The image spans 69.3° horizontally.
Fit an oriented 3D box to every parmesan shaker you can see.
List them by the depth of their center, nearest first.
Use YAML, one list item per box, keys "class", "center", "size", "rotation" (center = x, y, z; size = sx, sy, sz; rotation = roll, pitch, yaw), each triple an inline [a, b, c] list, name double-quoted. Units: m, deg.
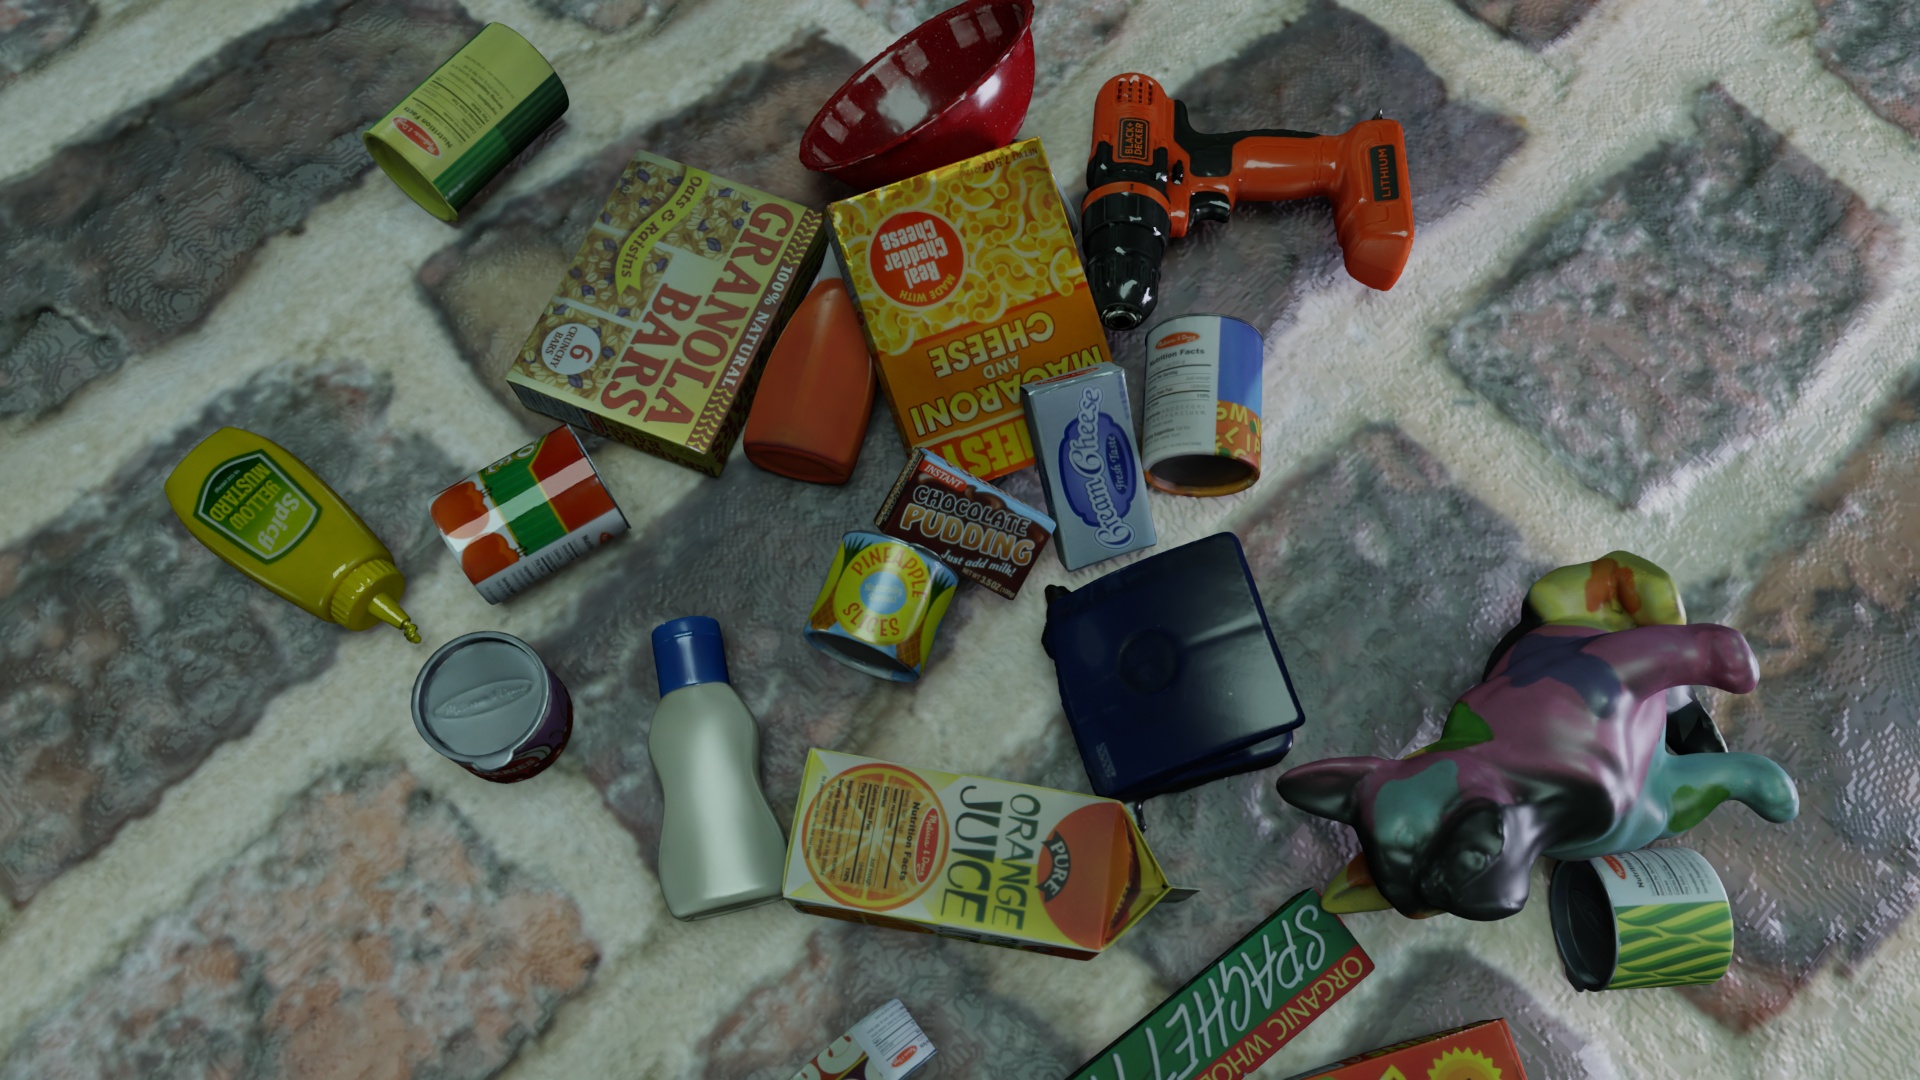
- class: "parmesan shaker"
  center: [-0.290, -0.247, 0.826]
  size: [0.071, 0.071, 0.103]
  rotation: [36, 72, 11]

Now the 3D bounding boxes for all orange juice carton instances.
- class: "orange juice carton"
  center: [0.016, 0.157, 0.675]
  size: [0.193, 0.071, 0.073]
  rotation: [9, 69, 2]

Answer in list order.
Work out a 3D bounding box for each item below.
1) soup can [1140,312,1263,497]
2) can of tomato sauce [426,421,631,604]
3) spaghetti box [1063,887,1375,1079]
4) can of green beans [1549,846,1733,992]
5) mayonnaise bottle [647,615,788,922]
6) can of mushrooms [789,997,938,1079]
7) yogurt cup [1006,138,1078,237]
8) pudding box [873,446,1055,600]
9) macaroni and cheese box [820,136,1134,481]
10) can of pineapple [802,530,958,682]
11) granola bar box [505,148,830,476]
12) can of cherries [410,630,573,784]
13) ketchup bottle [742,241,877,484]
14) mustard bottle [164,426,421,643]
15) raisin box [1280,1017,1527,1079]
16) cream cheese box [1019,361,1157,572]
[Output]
- class: "soup can"
  center: [0.136, -0.073, 0.771]
  size: [0.071, 0.071, 0.084]
  rotation: [5, 70, 0]
- class: "can of tomato sauce"
  center: [-0.229, -0.016, 0.737]
  size: [0.083, 0.071, 0.071]
  rotation: [-31, 73, -12]
- class: "spaghetti box"
  center: [0.089, 0.258, 0.661]
  size: [0.251, 0.028, 0.050]
  rotation: [-34, 75, -13]
- class: "can of green beans"
  center: [0.330, 0.184, 0.676]
  size: [0.058, 0.071, 0.071]
  rotation: [-2, 69, -3]
- class: "mayonnaise bottle"
  center: [-0.128, 0.113, 0.705]
  size: [0.065, 0.041, 0.148]
  rotation: [-11, 69, -7]
- class: "can of mushrooms"
  center: [-0.047, 0.246, 0.643]
  size: [0.071, 0.070, 0.033]
  rotation: [-36, 75, -14]
- class: "yogurt cup"
  center: [0.028, -0.193, 0.815]
  size: [0.054, 0.072, 0.072]
  rotation: [-34, 74, -5]
- class: "pudding box"
  center: [0.003, -0.009, 0.736]
  size: [0.083, 0.030, 0.049]
  rotation: [28, 96, -18]
- class: "macaroni and cheese box"
  center: [0.010, -0.120, 0.763]
  size: [0.124, 0.040, 0.166]
  rotation: [-20, 97, -8]
- class: "can of pineapple"
  center: [-0.041, 0.034, 0.721]
  size: [0.071, 0.070, 0.058]
  rotation: [19, 71, 6]
- class: "granola bar box"
  center: [-0.164, -0.132, 0.798]
  size: [0.124, 0.039, 0.166]
  rotation: [20, 70, 7]
- class: "can of cherries"
  center: [-0.235, 0.088, 0.702]
  size: [0.071, 0.058, 0.072]
  rotation: [1, 69, -2]
- class: "ketchup bottle"
  center: [-0.074, -0.108, 0.789]
  size: [0.065, 0.043, 0.149]
  rotation: [13, 69, 2]
- class: "mustard bottle"
  center: [-0.344, 0.004, 0.736]
  size: [0.160, 0.048, 0.065]
  rotation: [34, 74, 11]
- class: "raisin box"
  center: [0.208, 0.283, 0.649]
  size: [0.123, 0.040, 0.086]
  rotation: [-13, 69, -7]
- class: "cream cheese box"
  center: [0.069, -0.039, 0.747]
  size: [0.053, 0.024, 0.103]
  rotation: [-17, 108, -9]
